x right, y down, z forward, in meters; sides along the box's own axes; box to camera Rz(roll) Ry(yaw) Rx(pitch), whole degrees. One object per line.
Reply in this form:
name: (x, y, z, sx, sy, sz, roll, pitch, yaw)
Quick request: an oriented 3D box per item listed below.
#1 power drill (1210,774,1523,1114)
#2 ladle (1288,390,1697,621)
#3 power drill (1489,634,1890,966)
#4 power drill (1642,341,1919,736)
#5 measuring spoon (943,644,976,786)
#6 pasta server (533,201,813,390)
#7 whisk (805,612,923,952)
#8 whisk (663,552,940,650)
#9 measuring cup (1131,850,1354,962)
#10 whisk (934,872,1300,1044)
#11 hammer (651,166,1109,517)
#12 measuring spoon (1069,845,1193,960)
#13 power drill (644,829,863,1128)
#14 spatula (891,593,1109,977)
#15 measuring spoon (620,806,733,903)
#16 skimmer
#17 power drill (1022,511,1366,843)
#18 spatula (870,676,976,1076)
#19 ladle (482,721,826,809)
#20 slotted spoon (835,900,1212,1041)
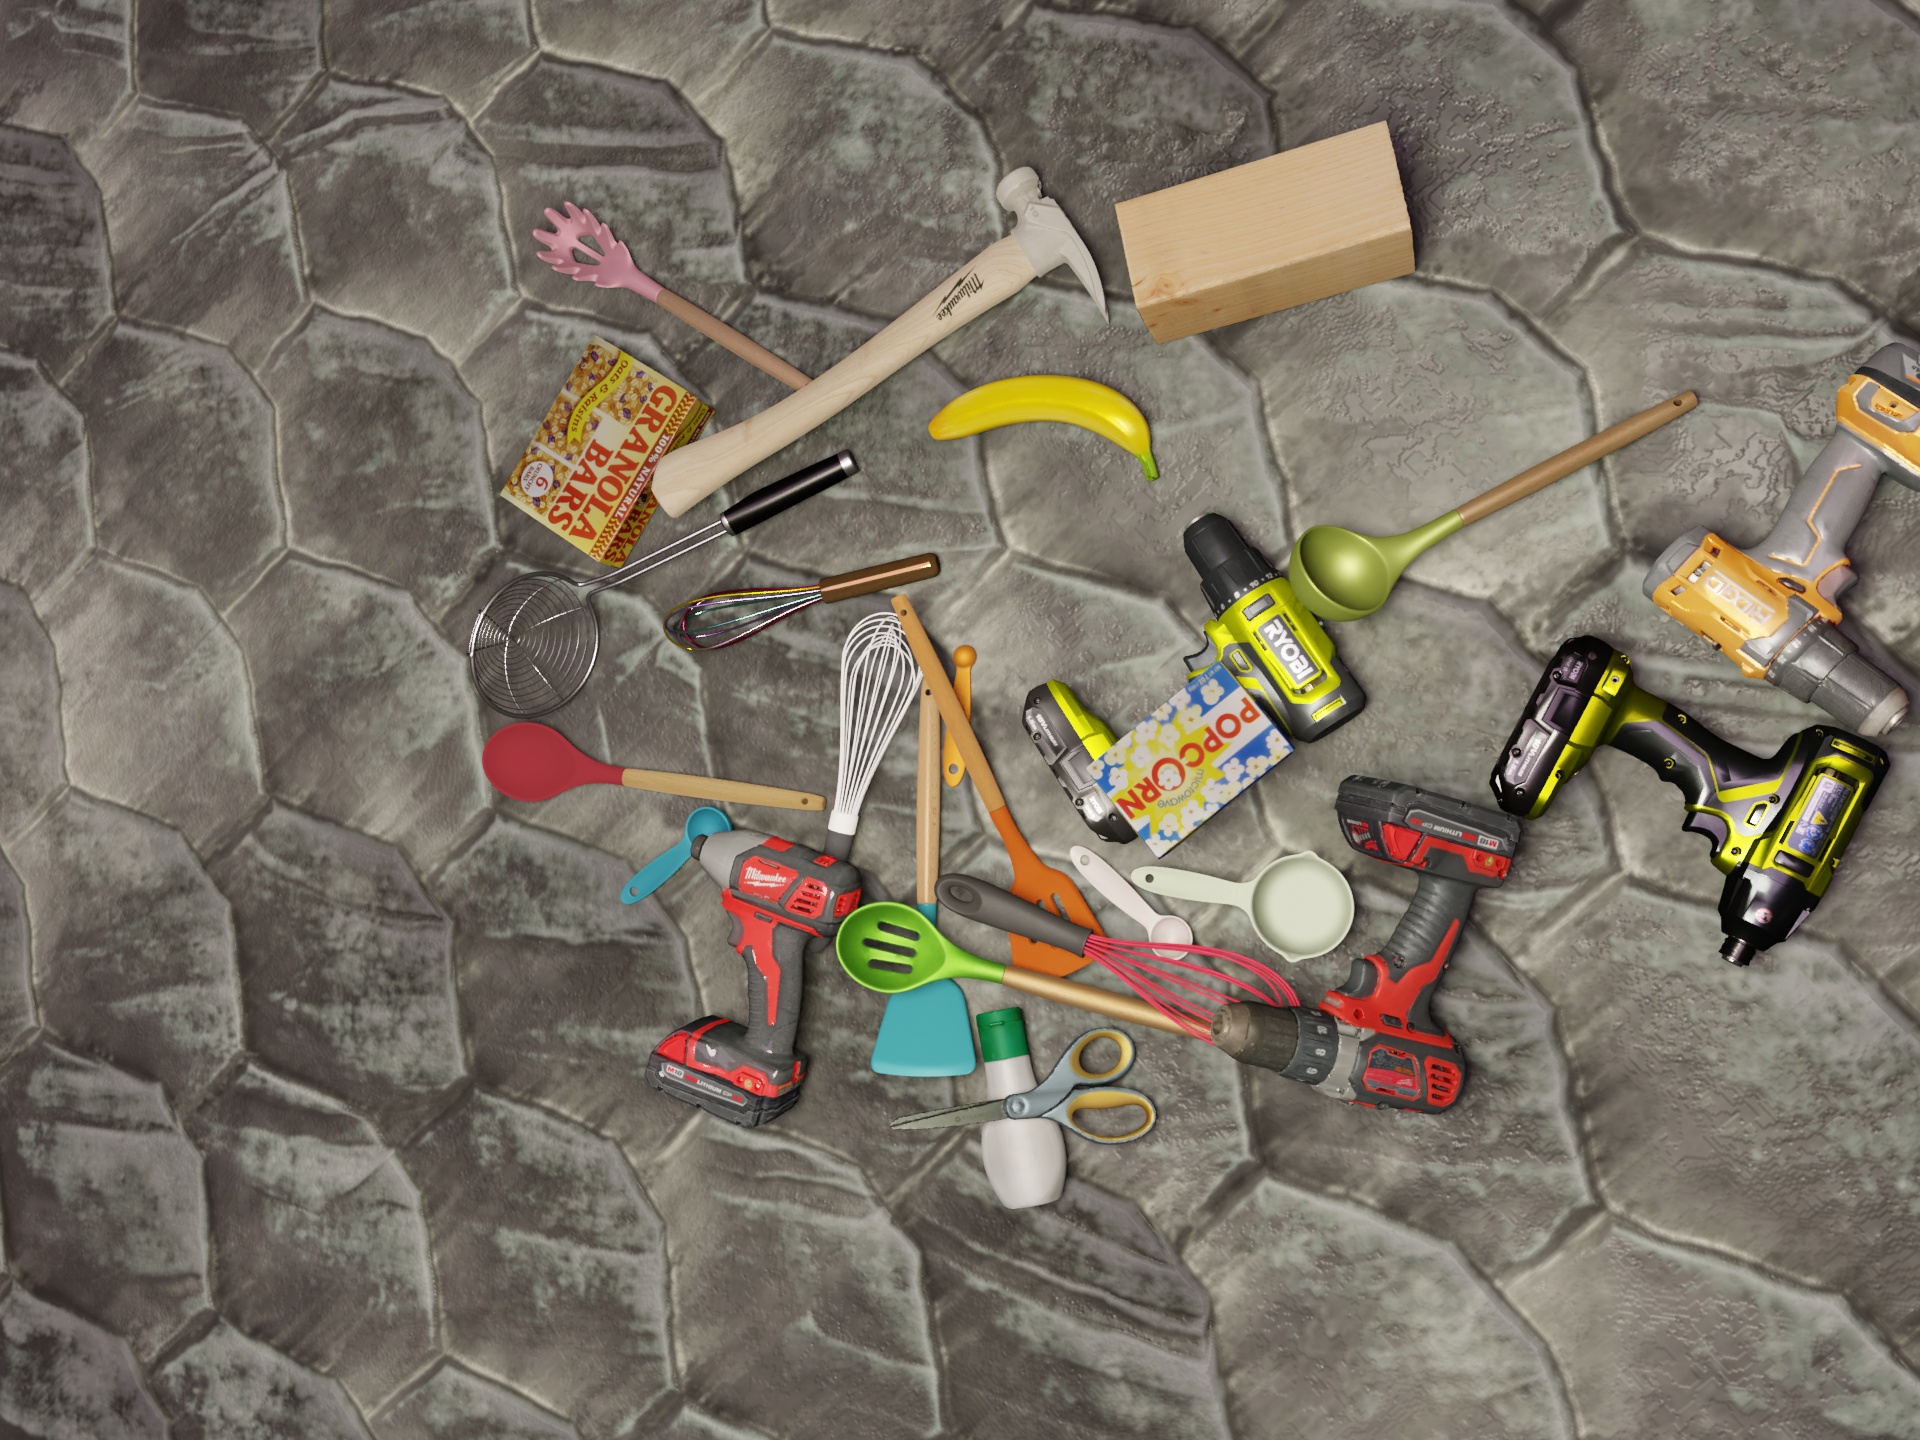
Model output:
power drill: (0.284, 0.156, 1.117, 0.187, 0.080, 0.227, 15, 89, -15)
ladle: (0.387, -0.164, 1.155, 0.320, 0.062, 0.078, -27, 71, 5)
power drill: (0.493, 0.052, 1.102, 0.223, 0.080, 0.171, 28, 92, 15)
power drill: (0.609, -0.116, 1.070, 0.226, 0.084, 0.185, -48, 61, 10)
measuring spoon: (-0.002, -0.004, 1.292, 0.021, 0.011, 0.117, 4, 86, 17)
pasta server: (-0.245, -0.361, 1.394, 0.316, 0.040, 0.060, 34, 98, 16)
whisk: (-0.089, 0.051, 1.293, 0.070, 0.070, 0.284, 15, 93, 18)
whisk: (-0.134, -0.101, 1.334, 0.245, 0.051, 0.047, -13, 101, 11)
measuring cup: (0.213, 0.132, 1.199, 0.167, 0.038, 0.083, 9, 87, 20)
whisk: (0.113, 0.175, 1.193, 0.296, 0.073, 0.073, 20, 90, 18)
hammer: (-0.075, -0.285, 1.320, 0.410, 0.038, 0.146, -33, 77, 7)
measuring spoon: (0.133, 0.139, 1.237, 0.124, 0.018, 0.034, 42, 103, 24)
power drill: (-0.171, 0.197, 1.269, 0.143, 0.078, 0.219, 18, 99, 18)
spatula: (0.017, 0.049, 1.248, 0.081, 0.041, 0.322, -25, 90, 13)
measuring spoon: (-0.241, 0.117, 1.354, 0.128, 0.021, 0.042, -38, 84, 19)
skimmer: (-0.245, -0.121, 1.339, 0.363, 0.127, 0.090, -26, 44, 7)
power drill: (0.165, -0.031, 1.212, 0.228, 0.080, 0.191, -34, 77, 8)
spatula: (-0.026, 0.120, 1.268, 0.082, 0.044, 0.317, -1, 83, 8)
ladle: (-0.263, 0.050, 1.360, 0.315, 0.031, 0.069, 7, 91, 16)
slotted spoon: (0.058, 0.204, 1.219, 0.314, 0.031, 0.070, 14, 81, 7)
